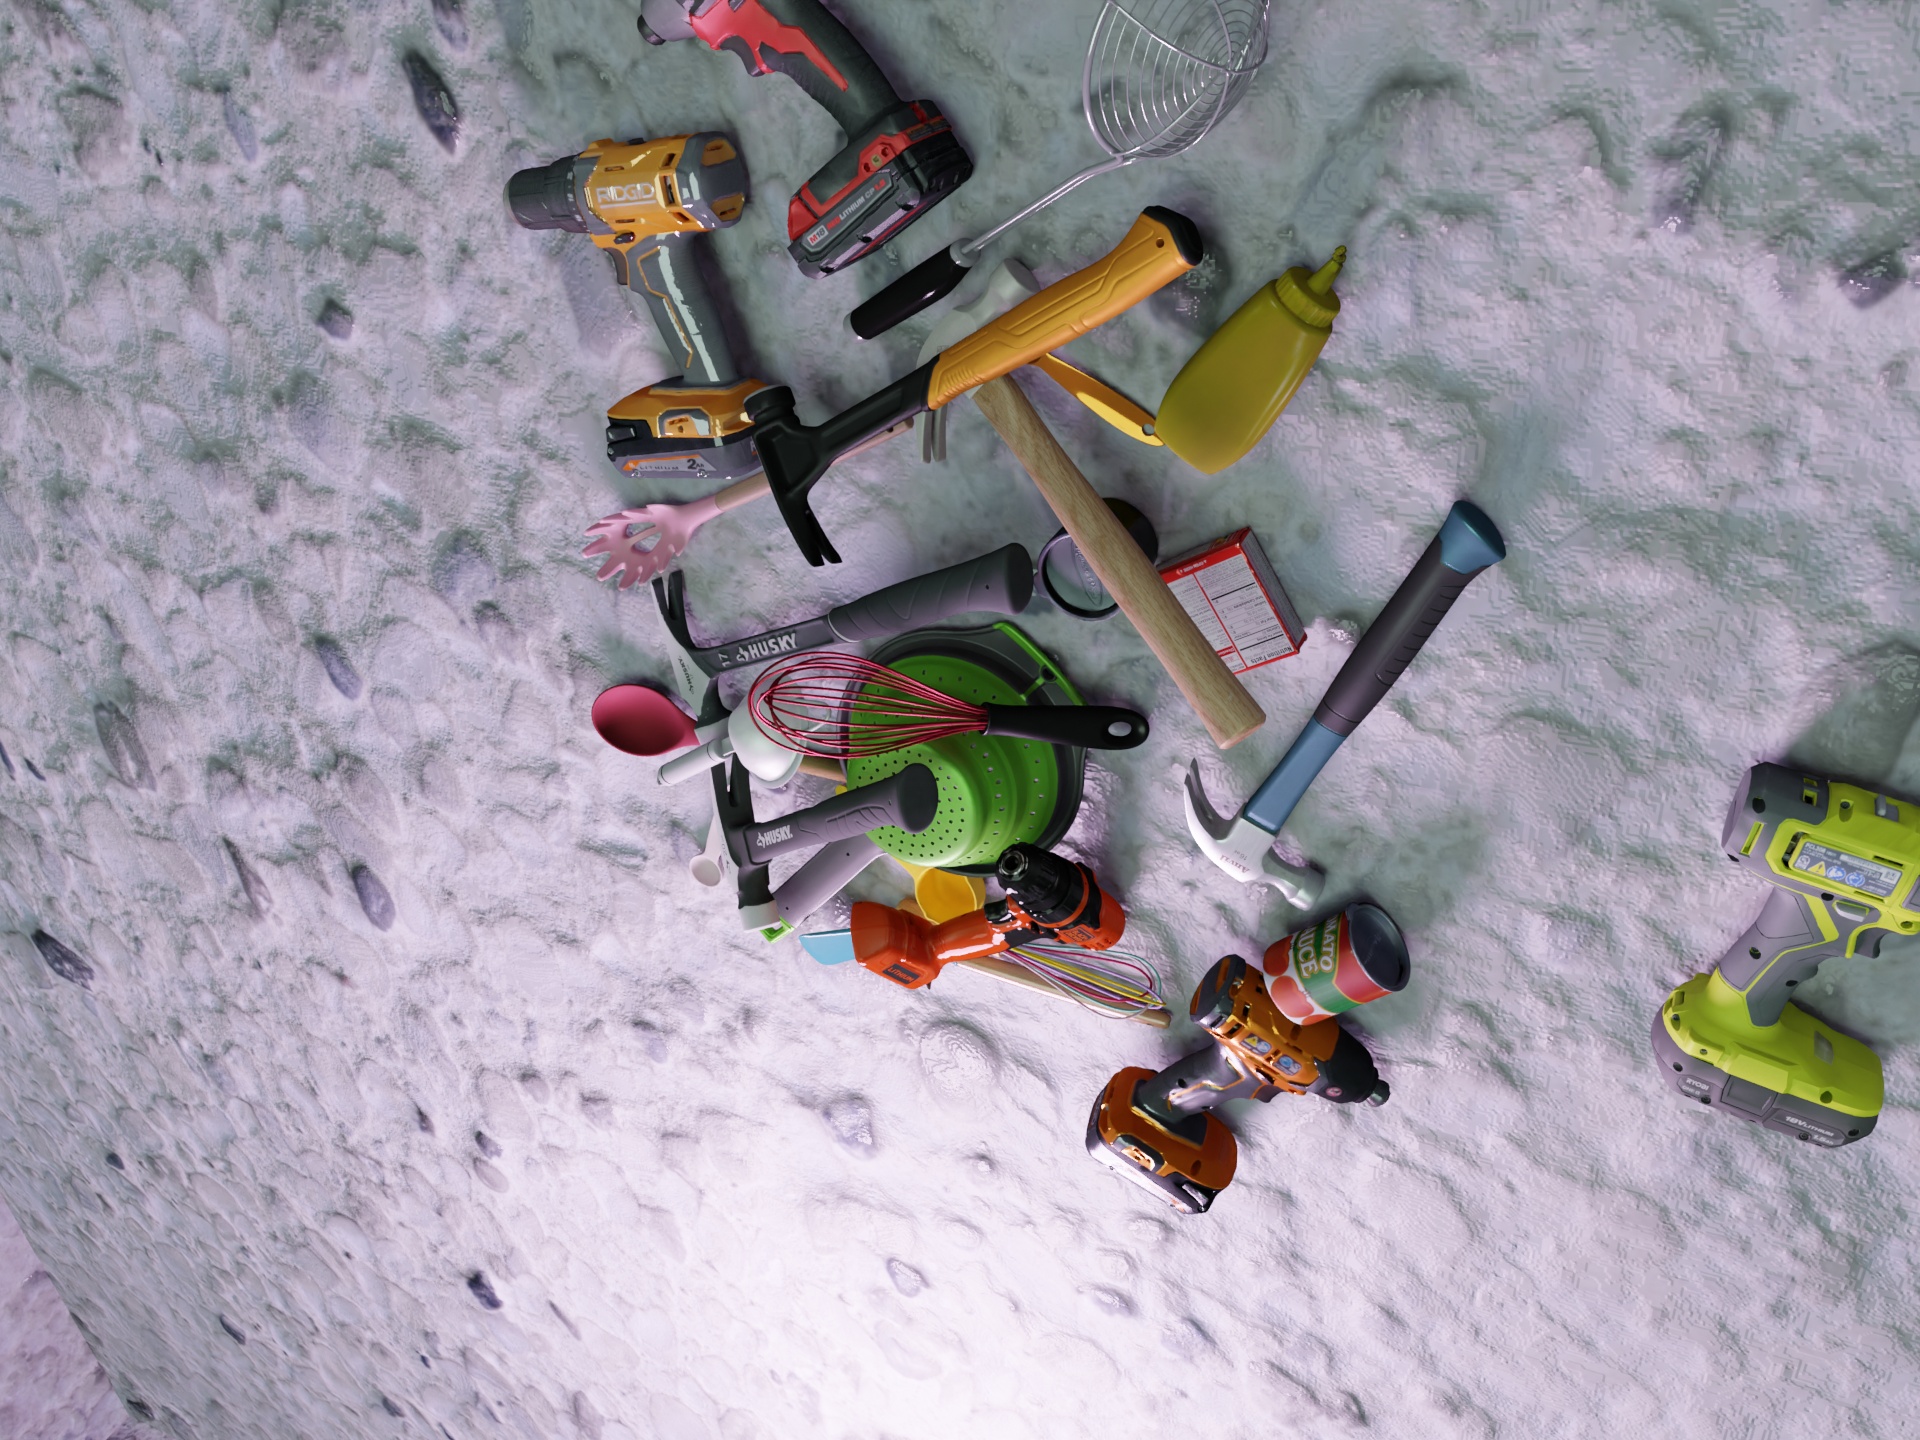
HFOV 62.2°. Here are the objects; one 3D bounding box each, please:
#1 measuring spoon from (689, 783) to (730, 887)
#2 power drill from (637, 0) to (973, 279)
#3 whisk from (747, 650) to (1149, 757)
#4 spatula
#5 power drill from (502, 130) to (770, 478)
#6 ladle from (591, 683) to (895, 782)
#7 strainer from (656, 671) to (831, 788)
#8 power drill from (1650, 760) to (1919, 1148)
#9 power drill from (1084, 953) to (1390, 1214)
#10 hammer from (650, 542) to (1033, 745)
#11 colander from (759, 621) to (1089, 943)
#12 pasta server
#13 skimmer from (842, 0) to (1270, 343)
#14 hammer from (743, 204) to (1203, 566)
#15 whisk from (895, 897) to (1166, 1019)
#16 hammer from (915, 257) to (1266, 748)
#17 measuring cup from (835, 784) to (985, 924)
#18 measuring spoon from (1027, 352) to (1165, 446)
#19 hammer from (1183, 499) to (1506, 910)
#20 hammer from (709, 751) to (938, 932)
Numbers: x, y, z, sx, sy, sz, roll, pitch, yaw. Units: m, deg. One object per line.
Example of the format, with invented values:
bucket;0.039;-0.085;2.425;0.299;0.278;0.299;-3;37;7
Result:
measuring spoon;-0.210;0.098;1.409;0.034;0.018;0.124;30;124;9
power drill;-0.104;-0.394;0.976;0.143;0.078;0.219;-25;103;39
whisk;-0.002;-0.004;1.098;0.295;0.073;0.073;5;134;-21
spatula;0.020;0.217;1.335;0.317;0.044;0.082;14;157;18
power drill;-0.223;-0.288;1.112;0.185;0.084;0.226;5;118;27
ladle;-0.166;0.024;1.323;0.315;0.031;0.069;13;119;19
strainer;-0.183;0.022;1.227;0.258;0.050;0.087;-22;69;54
power drill;0.543;0.149;0.973;0.190;0.080;0.228;20;126;17
power drill;0.217;0.295;1.251;0.164;0.084;0.226;32;128;-4
hammer;-0.096;-0.071;1.149;0.409;0.036;0.149;-12;103;48
colander;-0.067;0.087;1.235;0.204;0.094;0.397;47;125;-1
pasta server;-0.163;-0.168;1.184;0.316;0.040;0.060;-16;113;35
skimmer;0.034;-0.331;0.942;0.363;0.127;0.090;-18;87;49
hammer;0.006;-0.214;0.993;0.337;0.034;0.127;-23;86;34
whisk;0.054;0.189;1.299;0.245;0.047;0.051;16;116;24
hammer;0.080;-0.123;1.003;0.130;0.031;0.331;-41;77;32
measuring cup;-0.041;0.105;1.310;0.156;0.029;0.062;44;125;8
measuring spoon;0.087;-0.214;1.032;0.117;0.011;0.021;34;130;0
hammer;0.255;-0.008;1.055;0.128;0.033;0.330;29;129;1
hammer;-0.108;0.072;1.183;0.335;0.035;0.146;-21;82;59
